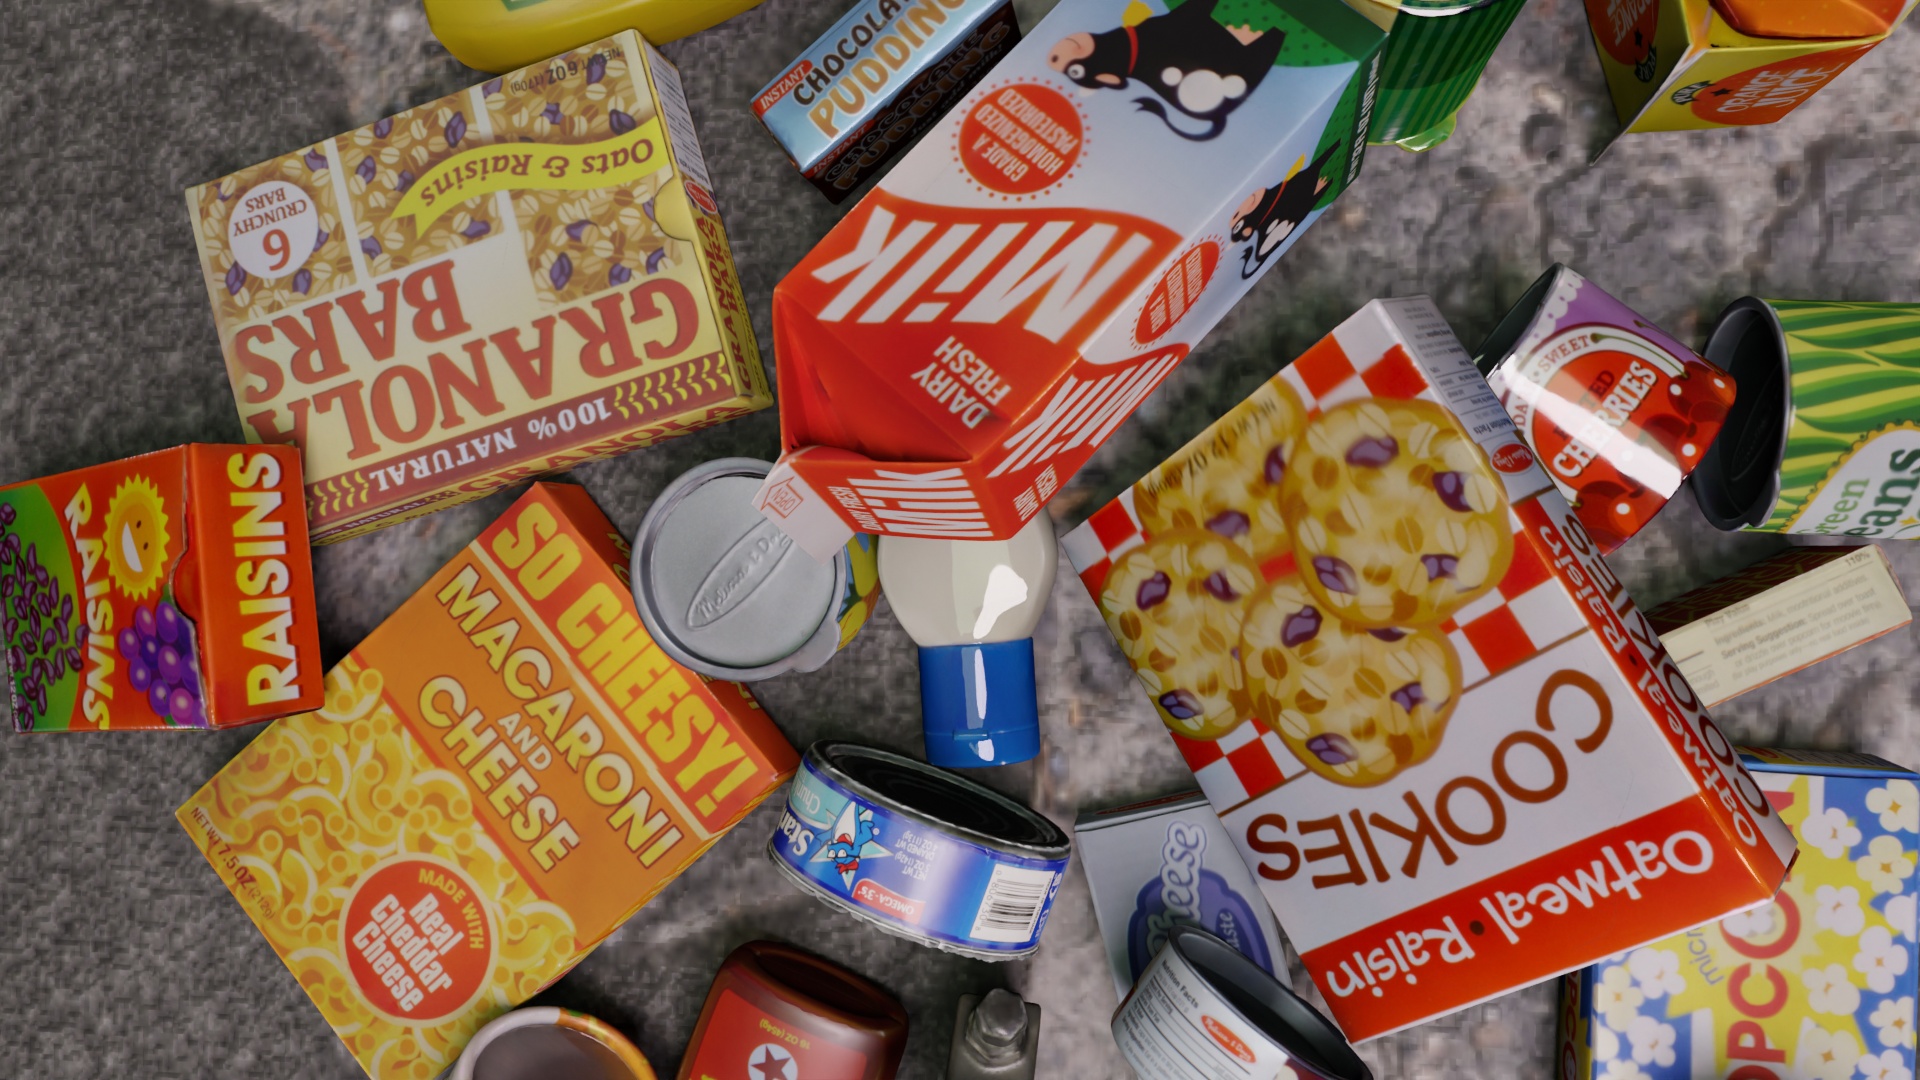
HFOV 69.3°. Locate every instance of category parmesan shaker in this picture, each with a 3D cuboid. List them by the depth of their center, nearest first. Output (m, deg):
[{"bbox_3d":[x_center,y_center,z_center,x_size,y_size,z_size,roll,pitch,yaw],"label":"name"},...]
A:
[{"bbox_3d":[0.126,-0.156,0.387,0.071,0.103,0.071,0,89,8],"label":"parmesan shaker"}]

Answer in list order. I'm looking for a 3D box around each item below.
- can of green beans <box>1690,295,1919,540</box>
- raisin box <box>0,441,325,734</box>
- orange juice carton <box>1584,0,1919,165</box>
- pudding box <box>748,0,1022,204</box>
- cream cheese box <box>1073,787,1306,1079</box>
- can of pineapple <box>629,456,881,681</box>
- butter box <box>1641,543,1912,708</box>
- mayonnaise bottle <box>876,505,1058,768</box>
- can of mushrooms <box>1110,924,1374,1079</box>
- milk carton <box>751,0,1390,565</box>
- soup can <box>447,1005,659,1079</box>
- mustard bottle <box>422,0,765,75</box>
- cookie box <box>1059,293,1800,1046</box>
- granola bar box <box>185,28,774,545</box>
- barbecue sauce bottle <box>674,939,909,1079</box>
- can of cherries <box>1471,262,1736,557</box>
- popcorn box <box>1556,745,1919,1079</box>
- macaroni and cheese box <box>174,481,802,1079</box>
[{"bbox_3d":[0.245,-0.034,0.386,0.058,0.071,0.071,3,89,8],"label":"can of green beans"},{"bbox_3d":[-0.261,0.017,0.448,0.123,0.040,0.086,-6,89,32],"label":"raisin box"},{"bbox_3d":[0.247,-0.190,0.387,0.073,0.072,0.192,39,94,8],"label":"orange juice carton"},{"bbox_3d":[-0.022,-0.147,0.436,0.083,0.049,0.030,-39,85,6],"label":"pudding box"},{"bbox_3d":[0.074,0.131,0.428,0.053,0.024,0.104,-15,87,8],"label":"cream cheese box"},{"bbox_3d":[-0.061,0.010,0.433,0.071,0.058,0.071,0,89,9],"label":"can of pineapple"},{"bbox_3d":[0.206,0.032,0.397,0.103,0.053,0.024,-25,85,7],"label":"butter box"},{"bbox_3d":[0.002,-0.005,0.434,0.065,0.041,0.148,-4,89,10],"label":"mayonnaise bottle"},{"bbox_3d":[0.078,0.140,0.382,0.071,0.071,0.033,34,93,8],"label":"can of mushrooms"},{"bbox_3d":[0.021,-0.070,0.371,0.073,0.072,0.191,42,85,17],"label":"milk carton"},{"bbox_3d":[-0.134,0.198,0.425,0.071,0.071,0.083,34,110,8],"label":"soup can"},{"bbox_3d":[-0.094,-0.197,0.448,0.160,0.049,0.065,-11,87,8],"label":"mustard bottle"},{"bbox_3d":[0.118,0.038,0.378,0.122,0.040,0.167,-39,74,38],"label":"cookie box"},{"bbox_3d":[-0.160,-0.080,0.460,0.165,0.039,0.124,-17,87,8],"label":"granola bar box"},{"bbox_3d":[-0.070,0.207,0.438,0.065,0.043,0.148,22,92,12],"label":"barbecue sauce bottle"},{"bbox_3d":[0.173,-0.035,0.394,0.058,0.071,0.071,36,94,7],"label":"can of cherries"},{"bbox_3d":[0.221,0.123,0.400,0.085,0.038,0.126,2,89,8],"label":"popcorn box"},{"bbox_3d":[-0.153,0.080,0.454,0.166,0.040,0.124,-41,83,6],"label":"macaroni and cheese box"}]
